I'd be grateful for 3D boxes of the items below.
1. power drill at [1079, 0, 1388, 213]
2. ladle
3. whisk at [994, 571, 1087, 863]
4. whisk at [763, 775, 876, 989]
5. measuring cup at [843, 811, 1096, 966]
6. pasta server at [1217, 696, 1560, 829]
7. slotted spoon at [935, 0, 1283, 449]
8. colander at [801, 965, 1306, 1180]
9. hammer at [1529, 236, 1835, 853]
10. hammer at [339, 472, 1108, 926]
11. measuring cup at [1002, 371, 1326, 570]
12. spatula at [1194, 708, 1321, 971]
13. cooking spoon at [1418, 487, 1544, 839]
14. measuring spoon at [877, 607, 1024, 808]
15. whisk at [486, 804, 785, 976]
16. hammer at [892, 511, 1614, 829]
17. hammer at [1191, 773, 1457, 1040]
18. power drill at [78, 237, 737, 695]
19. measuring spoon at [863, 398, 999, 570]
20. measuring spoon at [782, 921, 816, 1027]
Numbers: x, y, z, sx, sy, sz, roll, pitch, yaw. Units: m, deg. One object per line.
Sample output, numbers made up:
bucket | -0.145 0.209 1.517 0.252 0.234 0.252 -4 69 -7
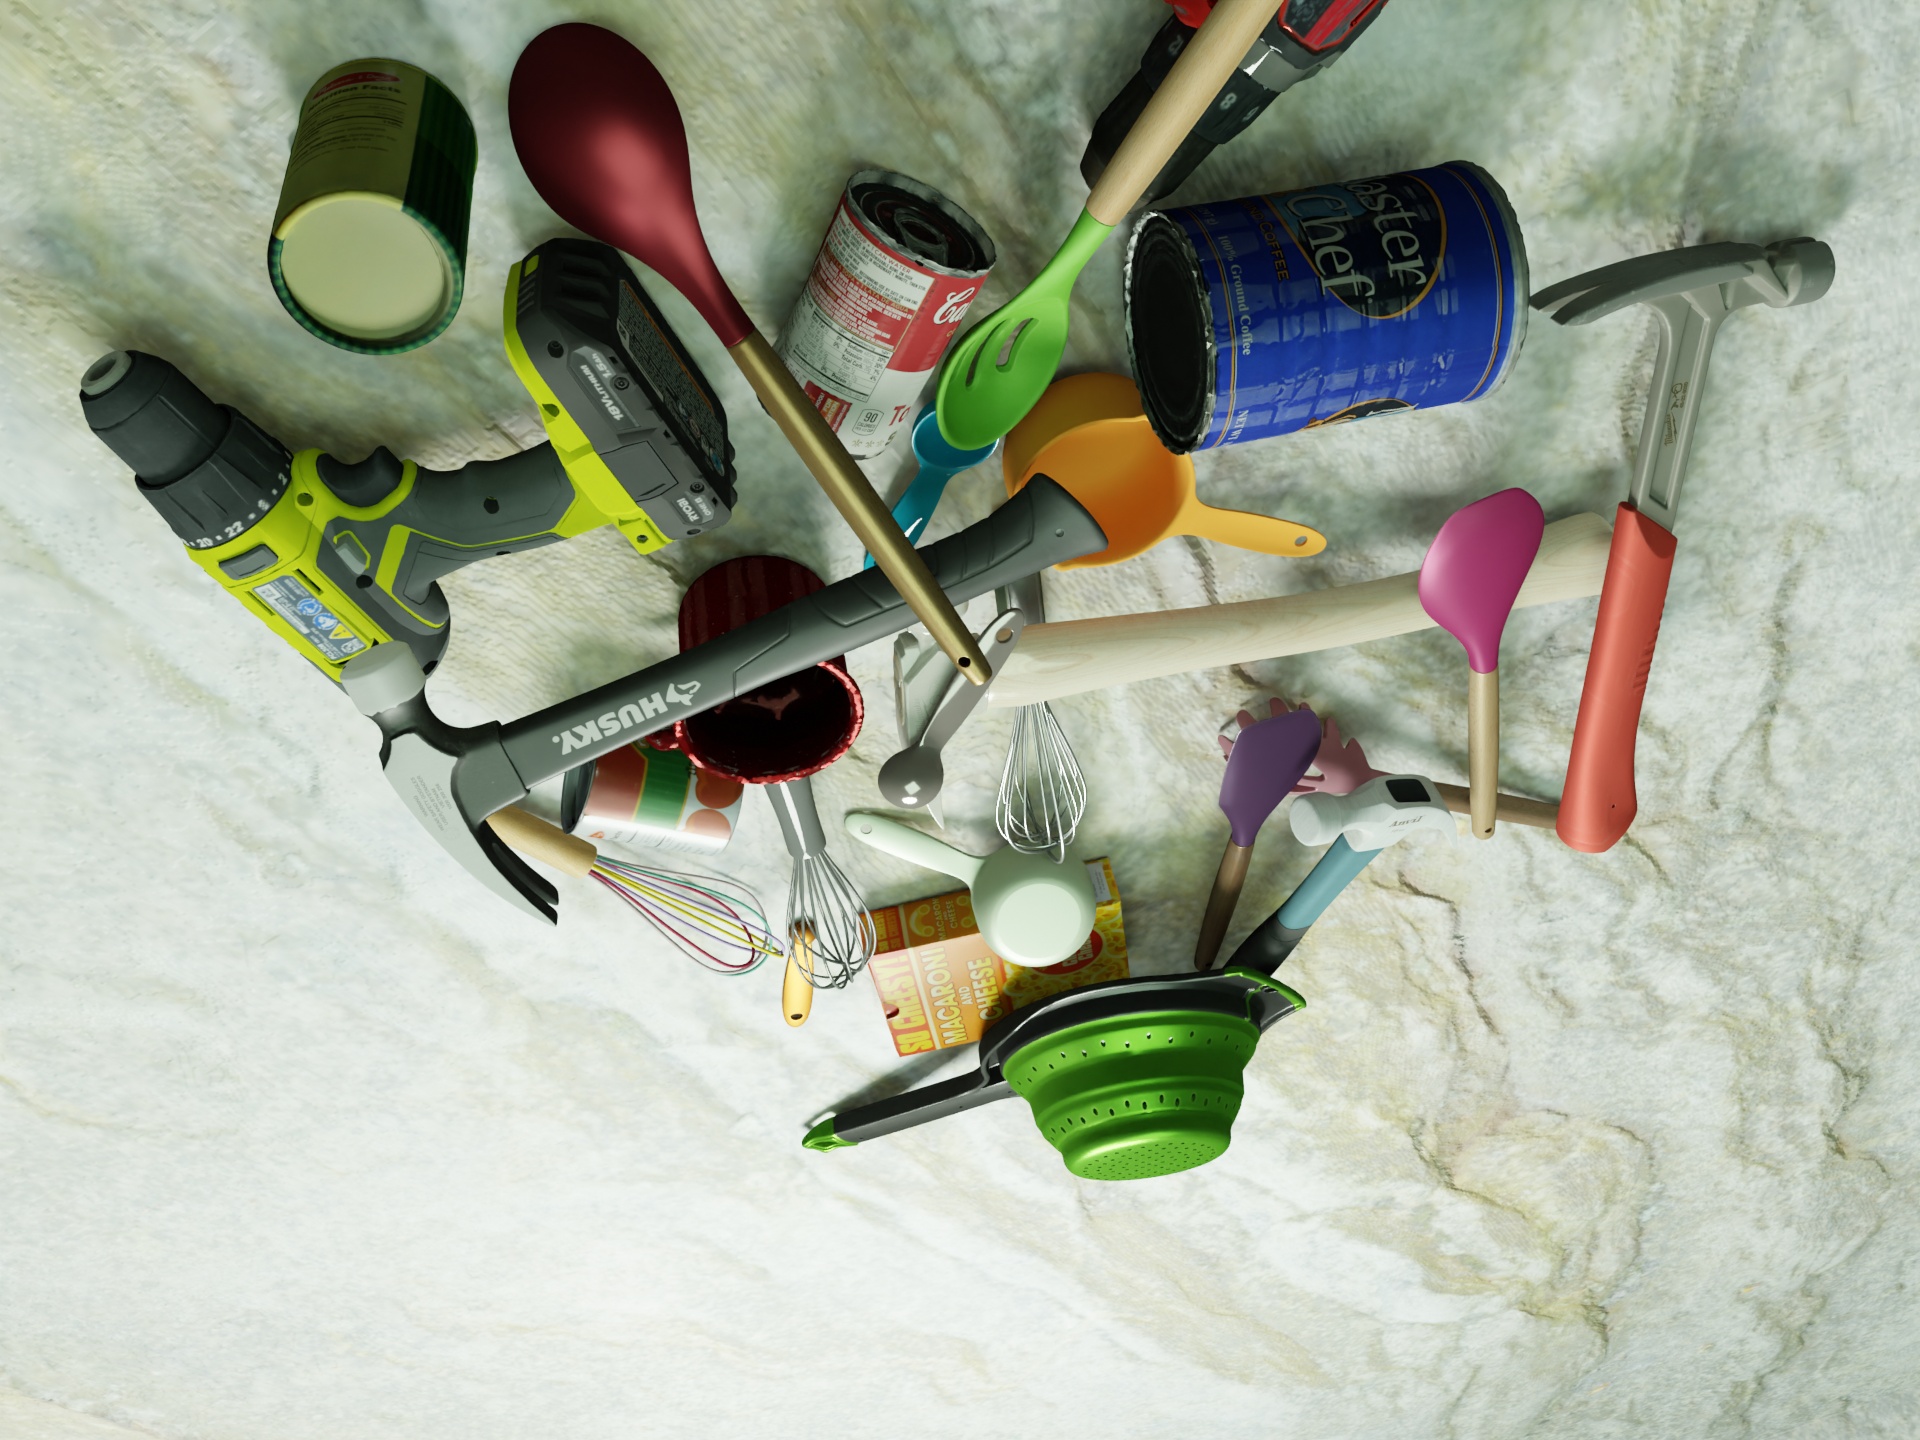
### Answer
power drill | 0.054 -0.292 0.566 0.226 0.080 0.188 19 136 -34
ladle | -0.075 -0.135 0.651 0.069 0.031 0.315 -26 115 22
whisk | 0.039 -0.012 0.874 0.058 0.059 0.246 -19 133 -11
whisk | -0.092 0.072 0.922 0.055 0.055 0.238 -12 128 -1
measuring cup | 0.006 0.097 0.959 0.167 0.038 0.083 24 107 -15
pasta server | 0.300 0.041 1.008 0.316 0.040 0.060 10 132 -28
slotted spoon | 0.069 -0.214 0.608 0.070 0.031 0.313 -19 161 -39
colander | 0.052 0.278 1.097 0.397 0.095 0.204 -24 146 27
hammer | 0.350 -0.071 0.842 0.149 0.037 0.358 -14 128 -11
hammer | -0.090 -0.025 0.719 0.335 0.035 0.146 -23 115 -3
measuring cup | 0.101 -0.116 0.777 0.173 0.052 0.095 10 132 -25
spatula | 0.174 0.084 0.988 0.059 0.018 0.315 -15 148 -11
cooking spoon | 0.292 -0.017 0.887 0.069 0.017 0.318 -24 142 1
measuring spoon | -0.001 -0.002 0.780 0.034 0.018 0.124 18 118 -30
whisk | -0.202 0.092 0.931 0.244 0.047 0.051 32 113 -32
hammer | 0.166 -0.042 0.845 0.410 0.038 0.146 -10 128 -12
hammer | 0.211 0.134 1.035 0.128 0.033 0.330 -8 148 -23
power drill | -0.231 -0.113 0.684 0.228 0.080 0.190 -21 137 12
measuring spoon | -0.021 -0.115 0.779 0.042 0.021 0.128 10 141 -23
measuring spoon | -0.106 0.172 1.054 0.021 0.011 0.116 -2 136 -12
